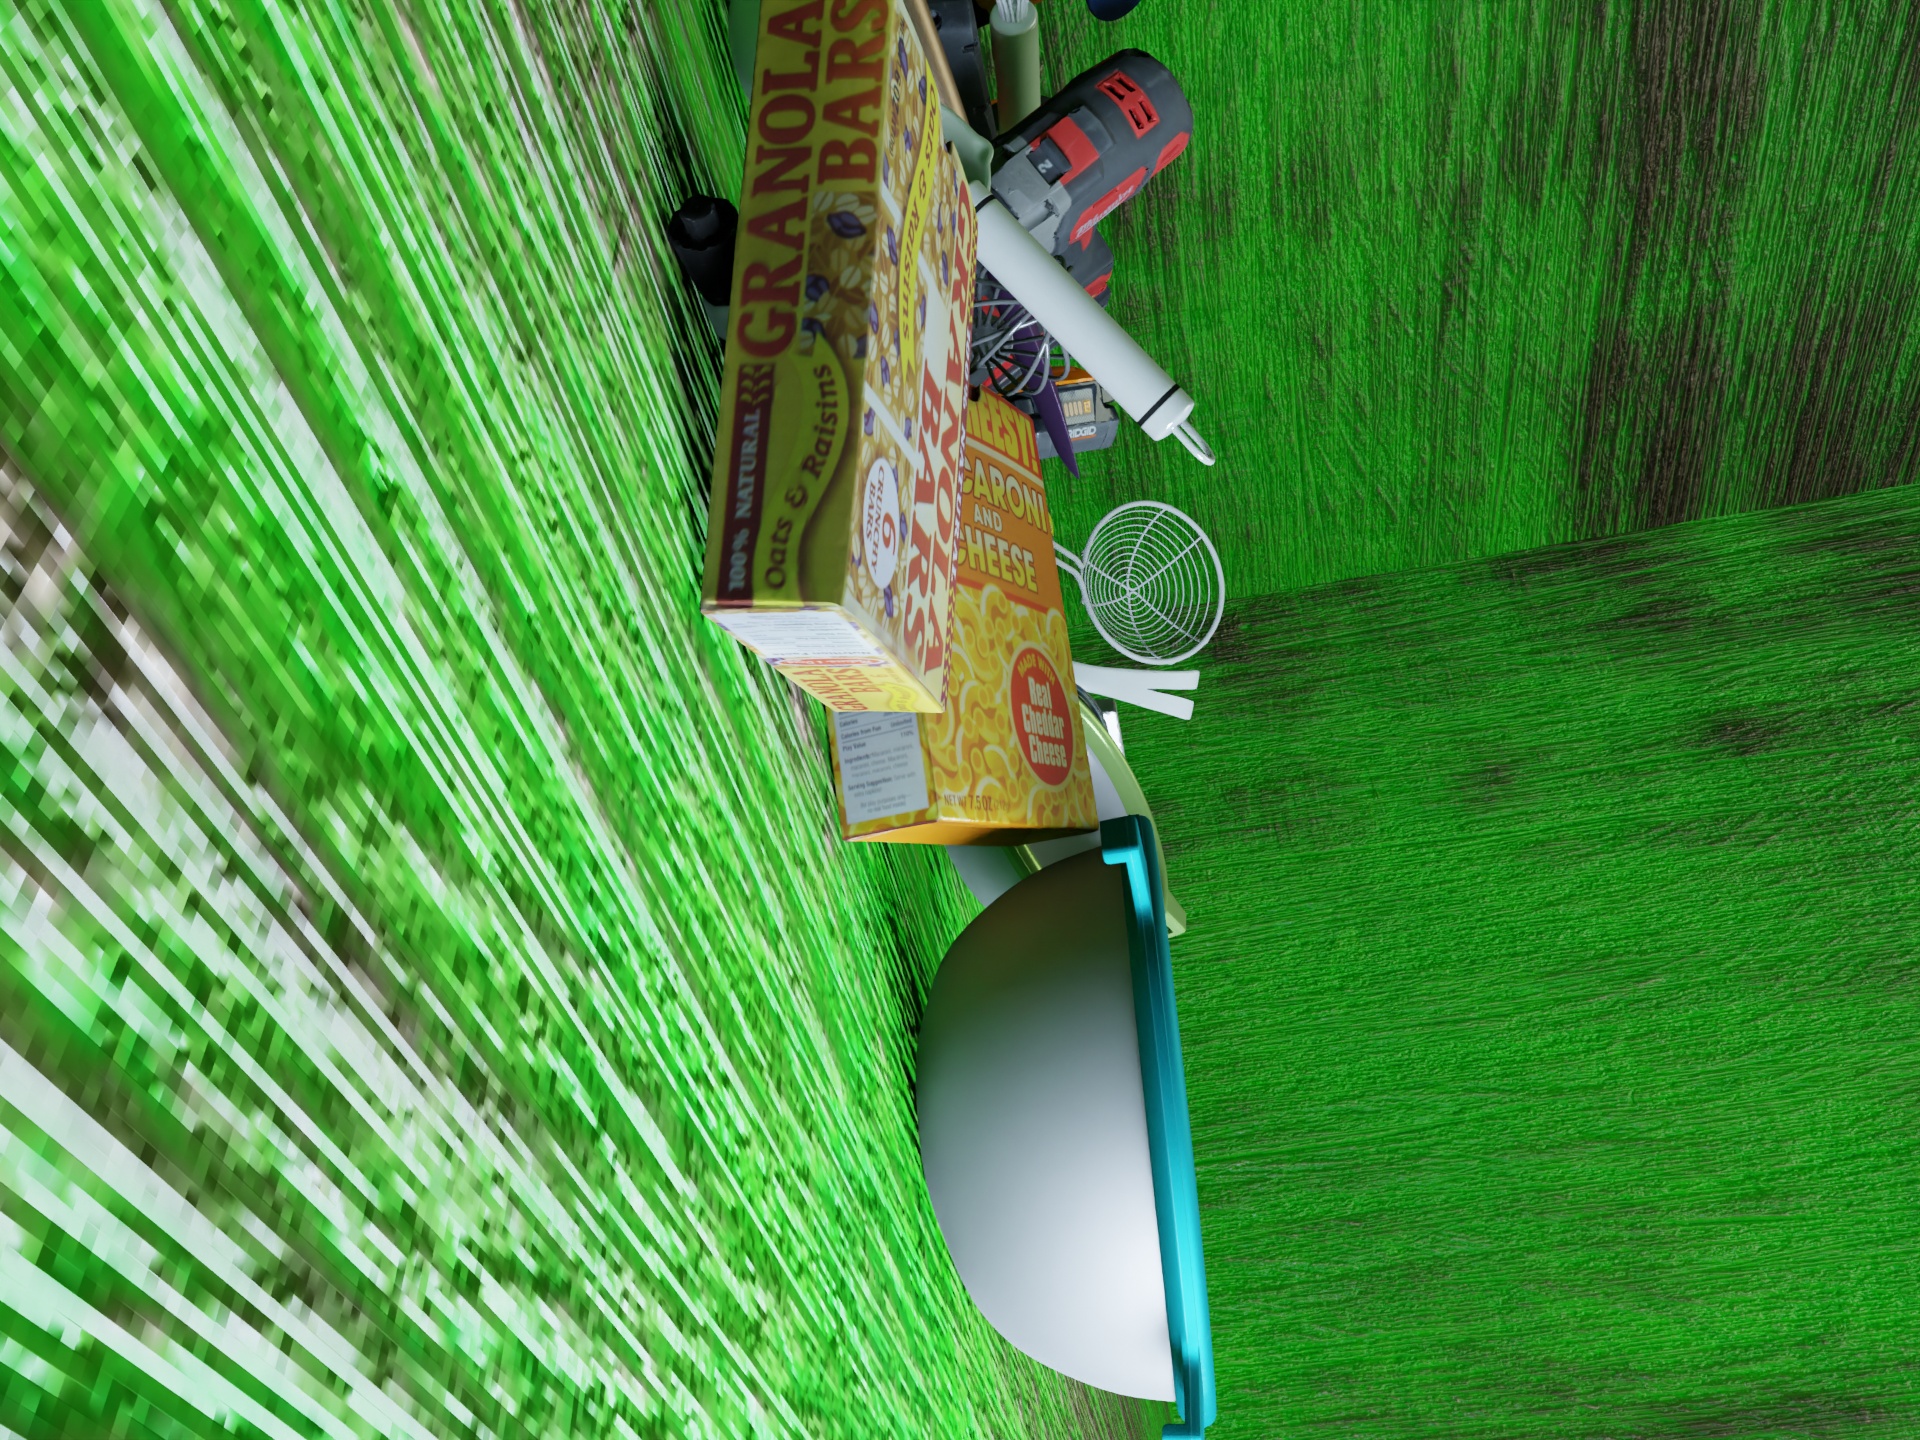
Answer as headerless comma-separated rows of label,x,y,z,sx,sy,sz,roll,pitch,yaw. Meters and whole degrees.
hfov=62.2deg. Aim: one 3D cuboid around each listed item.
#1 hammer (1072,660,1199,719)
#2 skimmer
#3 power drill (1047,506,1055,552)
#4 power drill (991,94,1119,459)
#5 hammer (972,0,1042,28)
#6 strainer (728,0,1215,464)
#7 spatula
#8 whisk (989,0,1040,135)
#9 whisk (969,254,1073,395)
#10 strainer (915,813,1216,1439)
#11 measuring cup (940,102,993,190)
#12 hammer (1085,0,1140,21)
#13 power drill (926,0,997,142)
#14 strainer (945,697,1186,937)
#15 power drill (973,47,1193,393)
hammer,0.066,-0.049,1.153,0.409,0.149,0.036,-108,-151,-83
skimmer,0.092,-0.121,1.104,0.363,0.090,0.127,16,74,-64
power drill,0.029,-0.206,1.193,0.191,0.080,0.228,-79,162,-72
power drill,0.035,-0.282,1.027,0.164,0.084,0.226,3,-74,55
hammer,0.026,-0.438,0.933,0.337,0.034,0.127,19,-56,61
strainer,-0.005,-0.179,0.543,0.258,0.050,0.087,45,23,-1
spatula,-0.001,-0.247,0.688,0.060,0.018,0.315,-113,180,-63
whisk,0.026,-0.362,0.804,0.246,0.059,0.058,78,35,-70
whisk,0.011,-0.159,0.681,0.239,0.055,0.055,-140,-140,-79
strainer,0.040,0.153,0.636,0.340,0.095,0.211,61,23,-80
measuring cup,-0.046,-0.236,0.615,0.038,0.083,0.168,110,-40,-66
hammer,-0.017,-0.531,0.830,0.406,0.035,0.144,61,3,16
power drill,-0.037,-0.400,0.864,0.143,0.078,0.220,72,8,-58
strainer,0.014,0.006,0.791,0.151,0.069,0.256,9,54,-56
power drill,0.019,-0.241,0.841,0.080,0.188,0.226,51,-8,-1
